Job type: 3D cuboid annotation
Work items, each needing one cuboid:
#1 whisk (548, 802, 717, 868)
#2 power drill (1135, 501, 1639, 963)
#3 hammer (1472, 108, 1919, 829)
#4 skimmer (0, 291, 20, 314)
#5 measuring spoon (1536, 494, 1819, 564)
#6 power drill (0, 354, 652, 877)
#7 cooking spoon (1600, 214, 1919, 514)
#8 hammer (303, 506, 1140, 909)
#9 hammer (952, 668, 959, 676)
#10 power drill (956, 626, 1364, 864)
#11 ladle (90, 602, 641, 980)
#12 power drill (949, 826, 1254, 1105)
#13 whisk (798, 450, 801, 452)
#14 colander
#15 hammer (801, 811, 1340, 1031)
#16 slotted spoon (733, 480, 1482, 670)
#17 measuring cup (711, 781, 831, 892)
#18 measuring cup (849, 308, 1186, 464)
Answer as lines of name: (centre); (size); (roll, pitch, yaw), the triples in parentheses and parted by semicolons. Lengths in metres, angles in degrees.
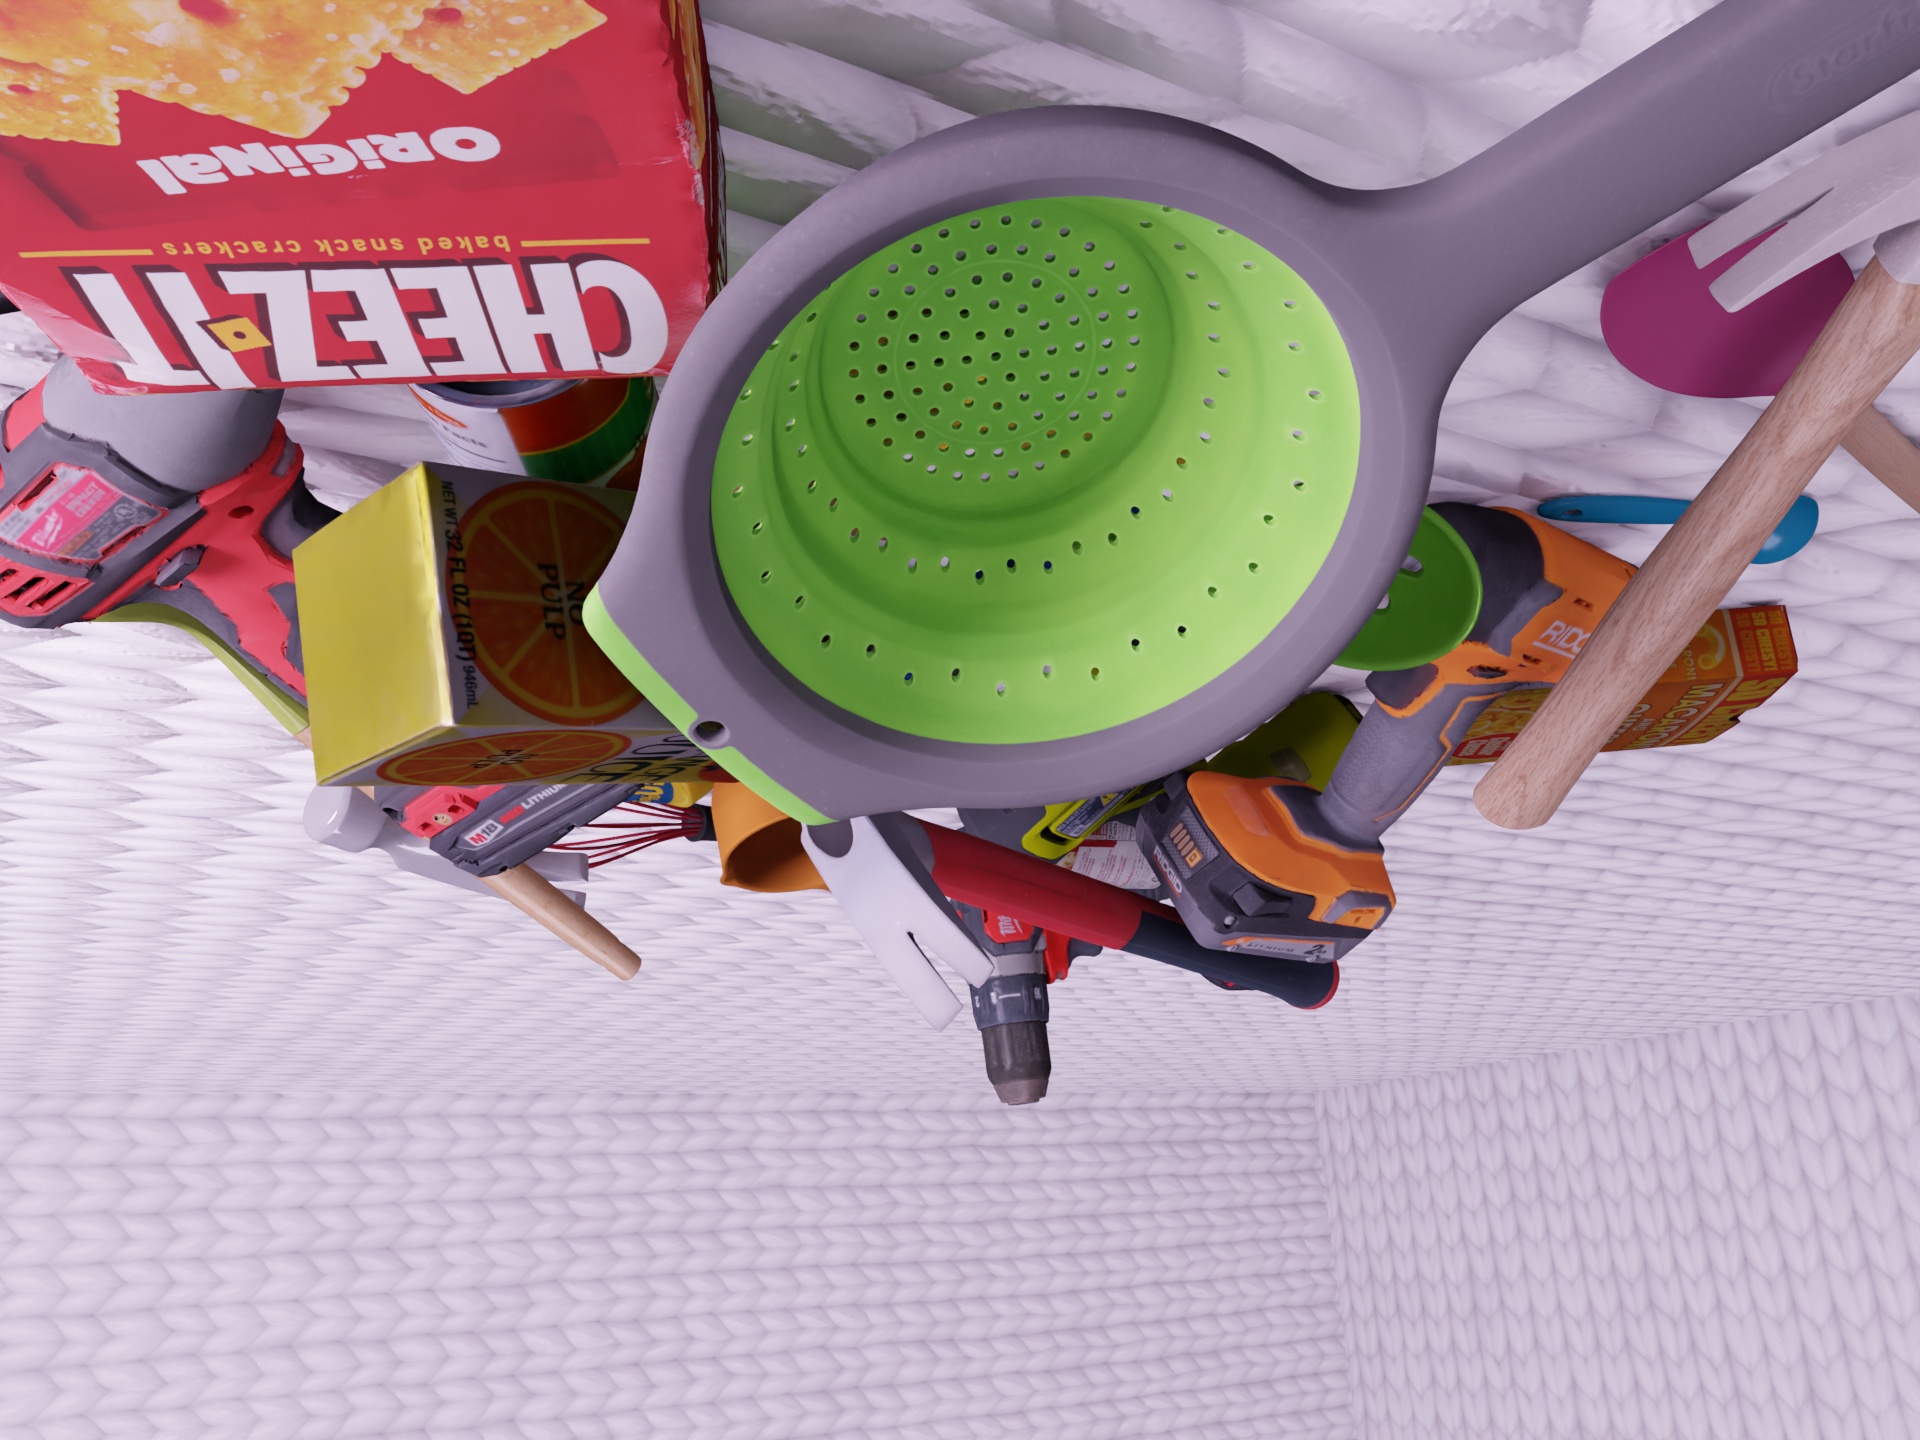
whisk: (-0.173, 0.060, 0.944); (0.073, 0.073, 0.295); (-19, 162, 37)
power drill: (0.179, 0.003, 0.692); (0.164, 0.084, 0.226); (13, 125, -40)
hammer: (0.259, -0.063, 0.550); (0.130, 0.031, 0.331); (2, 143, -11)
skimmer: (-0.423, -0.118, 0.409); (0.363, 0.090, 0.127); (-11, 155, -11)
measuring spoon: (0.301, -0.079, 0.666); (0.128, 0.021, 0.042); (1, 161, -13)
power drill: (-0.202, -0.044, 0.528); (0.143, 0.079, 0.219); (-30, 133, 25)
cooking spoon: (0.321, -0.112, 0.579); (0.318, 0.017, 0.069); (15, 148, -42)
hammer: (-0.094, 0.003, 0.671); (0.405, 0.035, 0.144); (-22, 146, 30)
hammer: (-0.001, -0.002, 0.767); (0.128, 0.033, 0.330); (-35, 149, 6)
power drill: (0.125, 0.022, 0.805); (0.171, 0.080, 0.223); (-43, 144, 20)
ladle: (-0.251, 0.026, 0.639); (0.319, 0.062, 0.078); (46, 166, -32)
power drill: (0.107, 0.155, 1.076); (0.226, 0.188, 0.080); (-3, 162, -13)
whisk: (-0.160, -0.062, 0.604); (0.239, 0.055, 0.055); (-15, 159, 17)
colander: (0.084, -0.118, 0.416); (0.397, 0.095, 0.204); (-30, 130, 16)
hammer: (0.080, 0.099, 0.712); (0.386, 0.143, 0.038); (23, 112, -47)
slotted spoon: (0.014, -0.067, 0.538); (0.314, 0.031, 0.070); (9, 128, 10)
measuring cup: (-0.068, 0.059, 0.815); (0.095, 0.052, 0.173); (-20, 154, 6)
measuring cup: (0.032, -0.106, 0.533); (0.156, 0.029, 0.062); (6, 159, -33)
